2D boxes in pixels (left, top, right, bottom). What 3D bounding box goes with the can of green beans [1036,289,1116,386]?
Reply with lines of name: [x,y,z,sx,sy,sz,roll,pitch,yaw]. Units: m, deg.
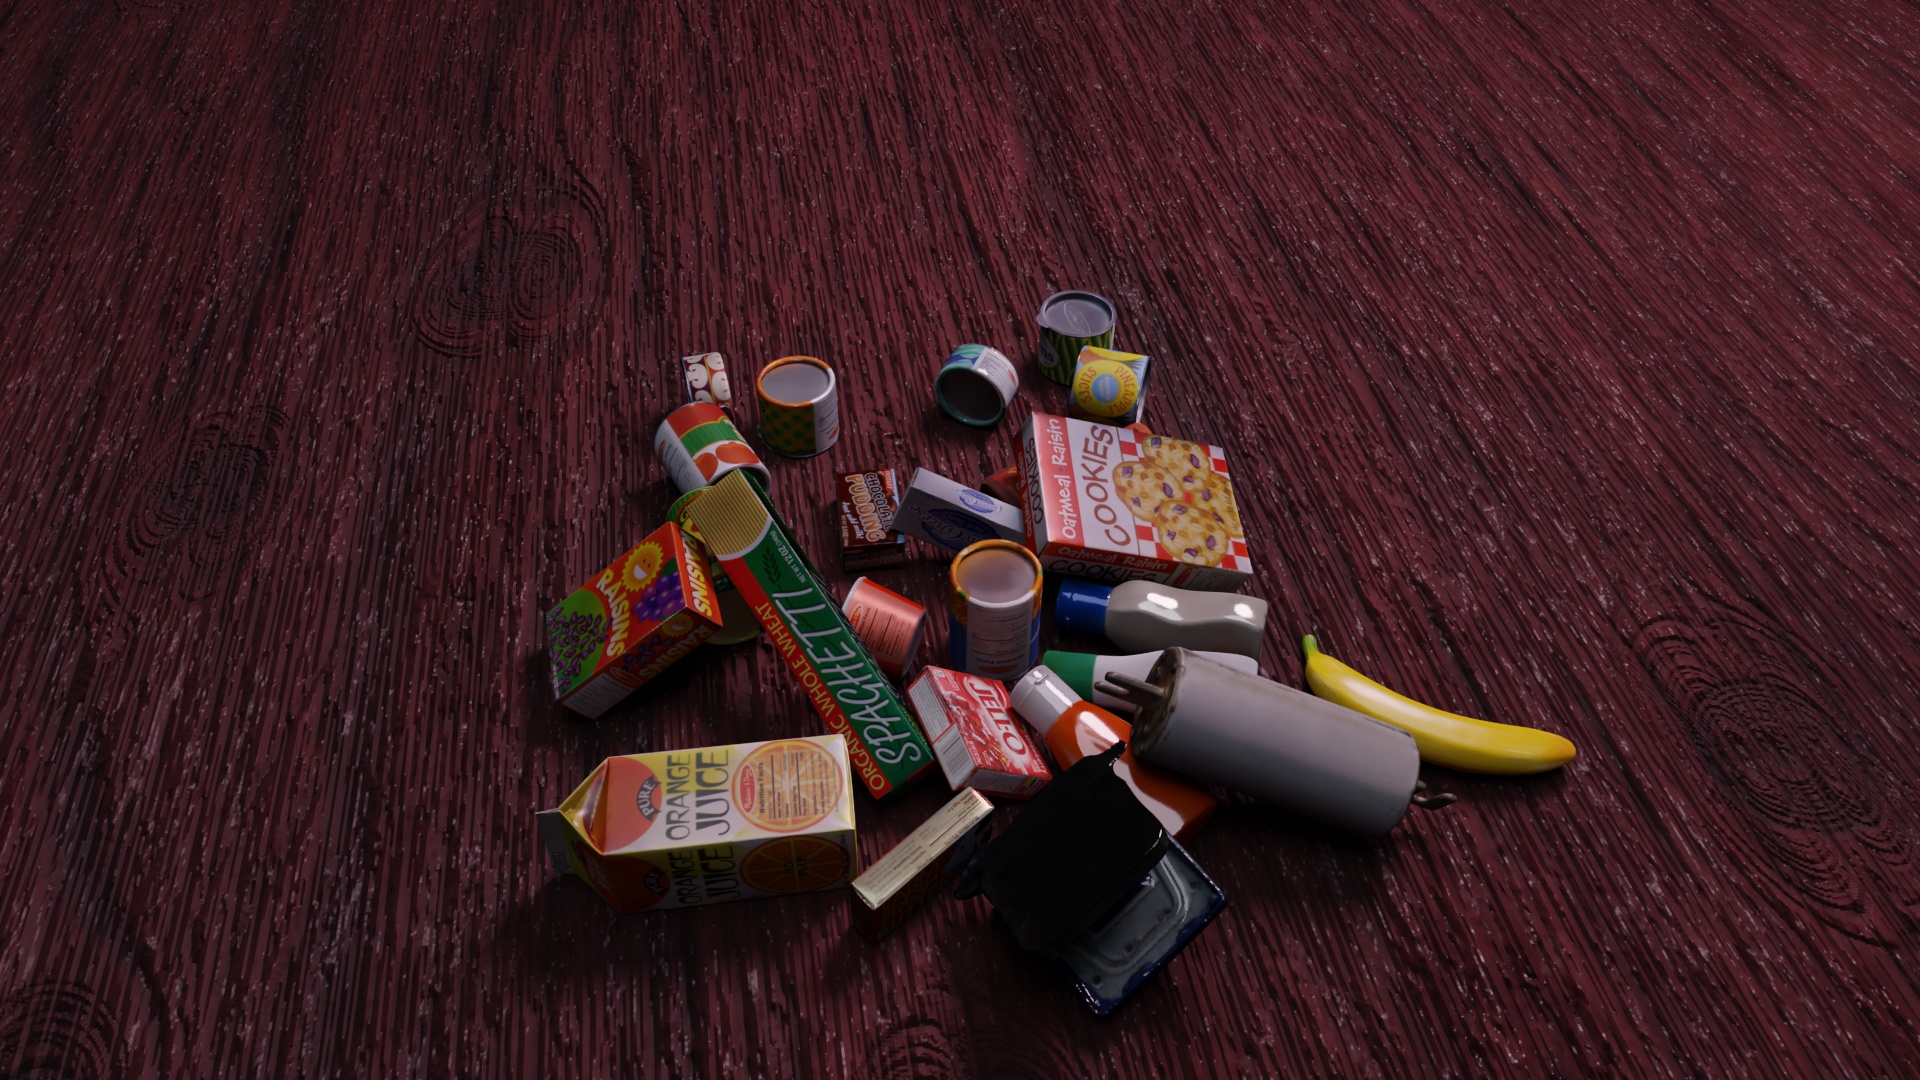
can of green beans: [0.102,-0.178,1.225,0.071,0.057,0.071,1,47,-1]

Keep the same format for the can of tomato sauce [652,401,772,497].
can of tomato sauce: [-0.195,-0.060,1.104,0.071,0.070,0.083,-24,52,-22]

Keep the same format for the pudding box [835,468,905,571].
pudding box: [-0.071,-0.016,1.089,0.050,0.030,0.084,-4,47,-6]

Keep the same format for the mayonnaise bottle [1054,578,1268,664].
mayonnaise bottle: [0.144,0.058,1.002,0.148,0.064,0.041,11,48,14]

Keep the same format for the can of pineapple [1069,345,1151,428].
can of pineapple: [0.126,-0.128,1.171,0.058,0.070,0.071,11,47,11]

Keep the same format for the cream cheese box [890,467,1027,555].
cream cheese box: [0.004,-0.013,1.051,0.104,0.053,0.024,22,48,-7]

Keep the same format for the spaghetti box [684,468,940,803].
spaghetti box: [-0.101,0.062,0.945,0.050,0.028,0.250,-37,75,5]

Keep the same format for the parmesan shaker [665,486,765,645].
parmesan shaker: [-0.174,0.018,1.030,0.071,0.071,0.103,-13,48,-13]

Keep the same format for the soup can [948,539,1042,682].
soup can: [0.024,0.048,0.993,0.071,0.083,0.072,0,46,0]

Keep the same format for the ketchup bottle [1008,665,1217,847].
ketchup bottle: [0.095,0.144,0.917,0.065,0.043,0.149,-32,63,-31]

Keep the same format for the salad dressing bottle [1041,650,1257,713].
salad dressing bottle: [0.130,0.100,0.964,0.148,0.064,0.044,4,56,13]

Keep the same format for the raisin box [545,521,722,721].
raisin box: [-0.229,0.056,0.970,0.123,0.040,0.086,-35,46,15]

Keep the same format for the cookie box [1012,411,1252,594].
cookie box: [0.128,-0.026,1.053,0.168,0.040,0.123,9,52,-19]

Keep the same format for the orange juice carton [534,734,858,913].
orange juice carton: [-0.163,0.180,0.873,0.193,0.071,0.073,-5,47,-6]

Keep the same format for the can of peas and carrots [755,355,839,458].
can of peas and carrots: [-0.138,-0.112,1.159,0.071,0.058,0.071,1,46,-1]

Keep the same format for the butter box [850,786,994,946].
butter box: [-0.024,0.202,0.867,0.104,0.052,0.024,-36,59,-29]

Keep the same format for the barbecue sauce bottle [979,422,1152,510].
barbecue sauce bottle: [0.091,-0.050,1.114,0.149,0.043,0.065,-27,58,-24]

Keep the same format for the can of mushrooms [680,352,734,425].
can of mushrooms: [-0.211,-0.121,1.162,0.033,0.070,0.071,-11,48,-12]

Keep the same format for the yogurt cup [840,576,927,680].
yogurt cup: [-0.058,0.066,0.990,0.054,0.072,0.073,19,49,6]

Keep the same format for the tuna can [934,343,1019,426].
tuna can: [0.012,-0.130,1.175,0.071,0.070,0.033,17,50,15]
